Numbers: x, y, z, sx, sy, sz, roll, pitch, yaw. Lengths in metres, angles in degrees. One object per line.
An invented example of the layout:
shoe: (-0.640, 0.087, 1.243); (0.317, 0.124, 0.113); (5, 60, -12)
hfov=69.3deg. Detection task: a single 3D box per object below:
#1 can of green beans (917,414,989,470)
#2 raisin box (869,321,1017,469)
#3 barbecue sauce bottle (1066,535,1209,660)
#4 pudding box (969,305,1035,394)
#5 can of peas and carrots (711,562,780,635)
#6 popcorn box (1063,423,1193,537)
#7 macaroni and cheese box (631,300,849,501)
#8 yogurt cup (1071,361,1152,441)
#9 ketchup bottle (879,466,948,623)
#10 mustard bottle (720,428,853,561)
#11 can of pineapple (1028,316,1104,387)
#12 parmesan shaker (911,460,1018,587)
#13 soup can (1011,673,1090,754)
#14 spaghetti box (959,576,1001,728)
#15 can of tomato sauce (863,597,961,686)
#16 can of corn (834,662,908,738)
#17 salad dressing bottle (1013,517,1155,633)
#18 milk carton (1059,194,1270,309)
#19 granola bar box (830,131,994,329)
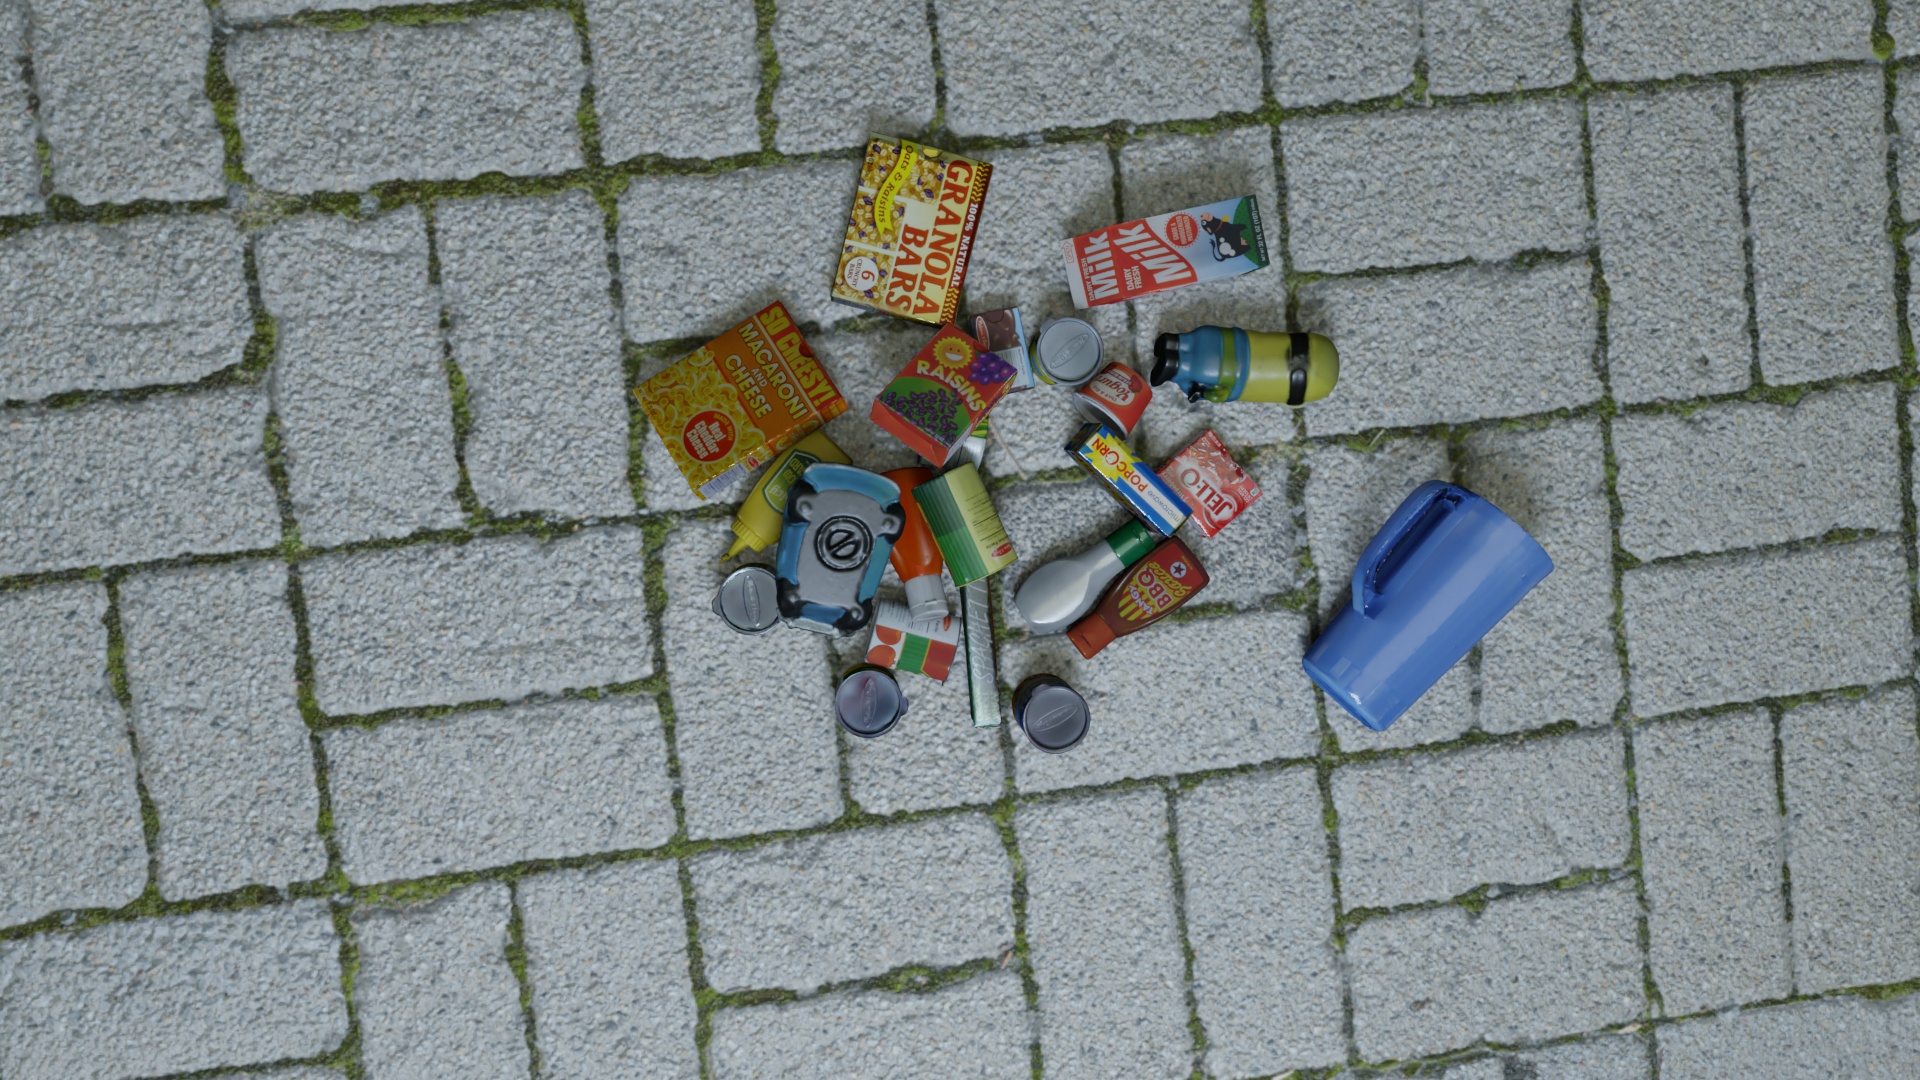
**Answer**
can of green beans: (-0.007, -0.102, 1.355); (0.058, 0.071, 0.071); (11, 93, -7)
raisin box: (-0.015, -0.139, 1.312); (0.086, 0.040, 0.124); (35, 58, 8)
barbecue sauce bottle: (0.175, 0.061, 1.395); (0.148, 0.043, 0.065); (-38, 90, -2)
pudding box: (0.041, -0.186, 1.374); (0.050, 0.030, 0.083); (-13, 95, -4)
can of peas and carrots: (-0.203, 0.056, 1.348); (0.071, 0.059, 0.071); (0, 94, -5)
popcorn box: (0.164, -0.060, 1.366); (0.126, 0.085, 0.038); (43, 90, -7)
macaroni and cheese box: (-0.209, -0.134, 1.325); (0.166, 0.040, 0.124); (-33, 75, -3)
yogurt cup: (0.153, -0.139, 1.372); (0.072, 0.072, 0.054); (41, 81, -7)
ketchup bottle: (-0.044, 0.004, 1.343); (0.065, 0.043, 0.149); (-9, 71, -12)
mustard bottle: (-0.175, -0.036, 1.350); (0.065, 0.049, 0.160); (42, 88, -2)
can of pineapple: (0.102, -0.186, 1.366); (0.071, 0.058, 0.071); (0, 93, -6)
parmesan shaker: (0.005, -0.016, 1.313); (0.071, 0.071, 0.103); (-25, 93, -4)
soup can: (0.087, 0.167, 1.372); (0.071, 0.084, 0.071); (0, 94, -6)
spaghetti box: (0.016, 0.061, 1.376); (0.029, 0.050, 0.249); (-5, 94, -4)
can of tomato sauce: (-0.048, 0.099, 1.364); (0.083, 0.071, 0.071); (14, 92, -6)
can of corn: (-0.088, 0.156, 1.366); (0.071, 0.058, 0.071); (0, 93, -6)
salad dressing bottle: (0.124, 0.034, 1.380); (0.147, 0.044, 0.064); (-35, 73, 3)
milk carton: (0.197, -0.280, 1.362); (0.191, 0.073, 0.072); (-14, 95, -5)
granola bar box: (-0.048, -0.300, 1.353); (0.124, 0.039, 0.165); (14, 92, -7)
